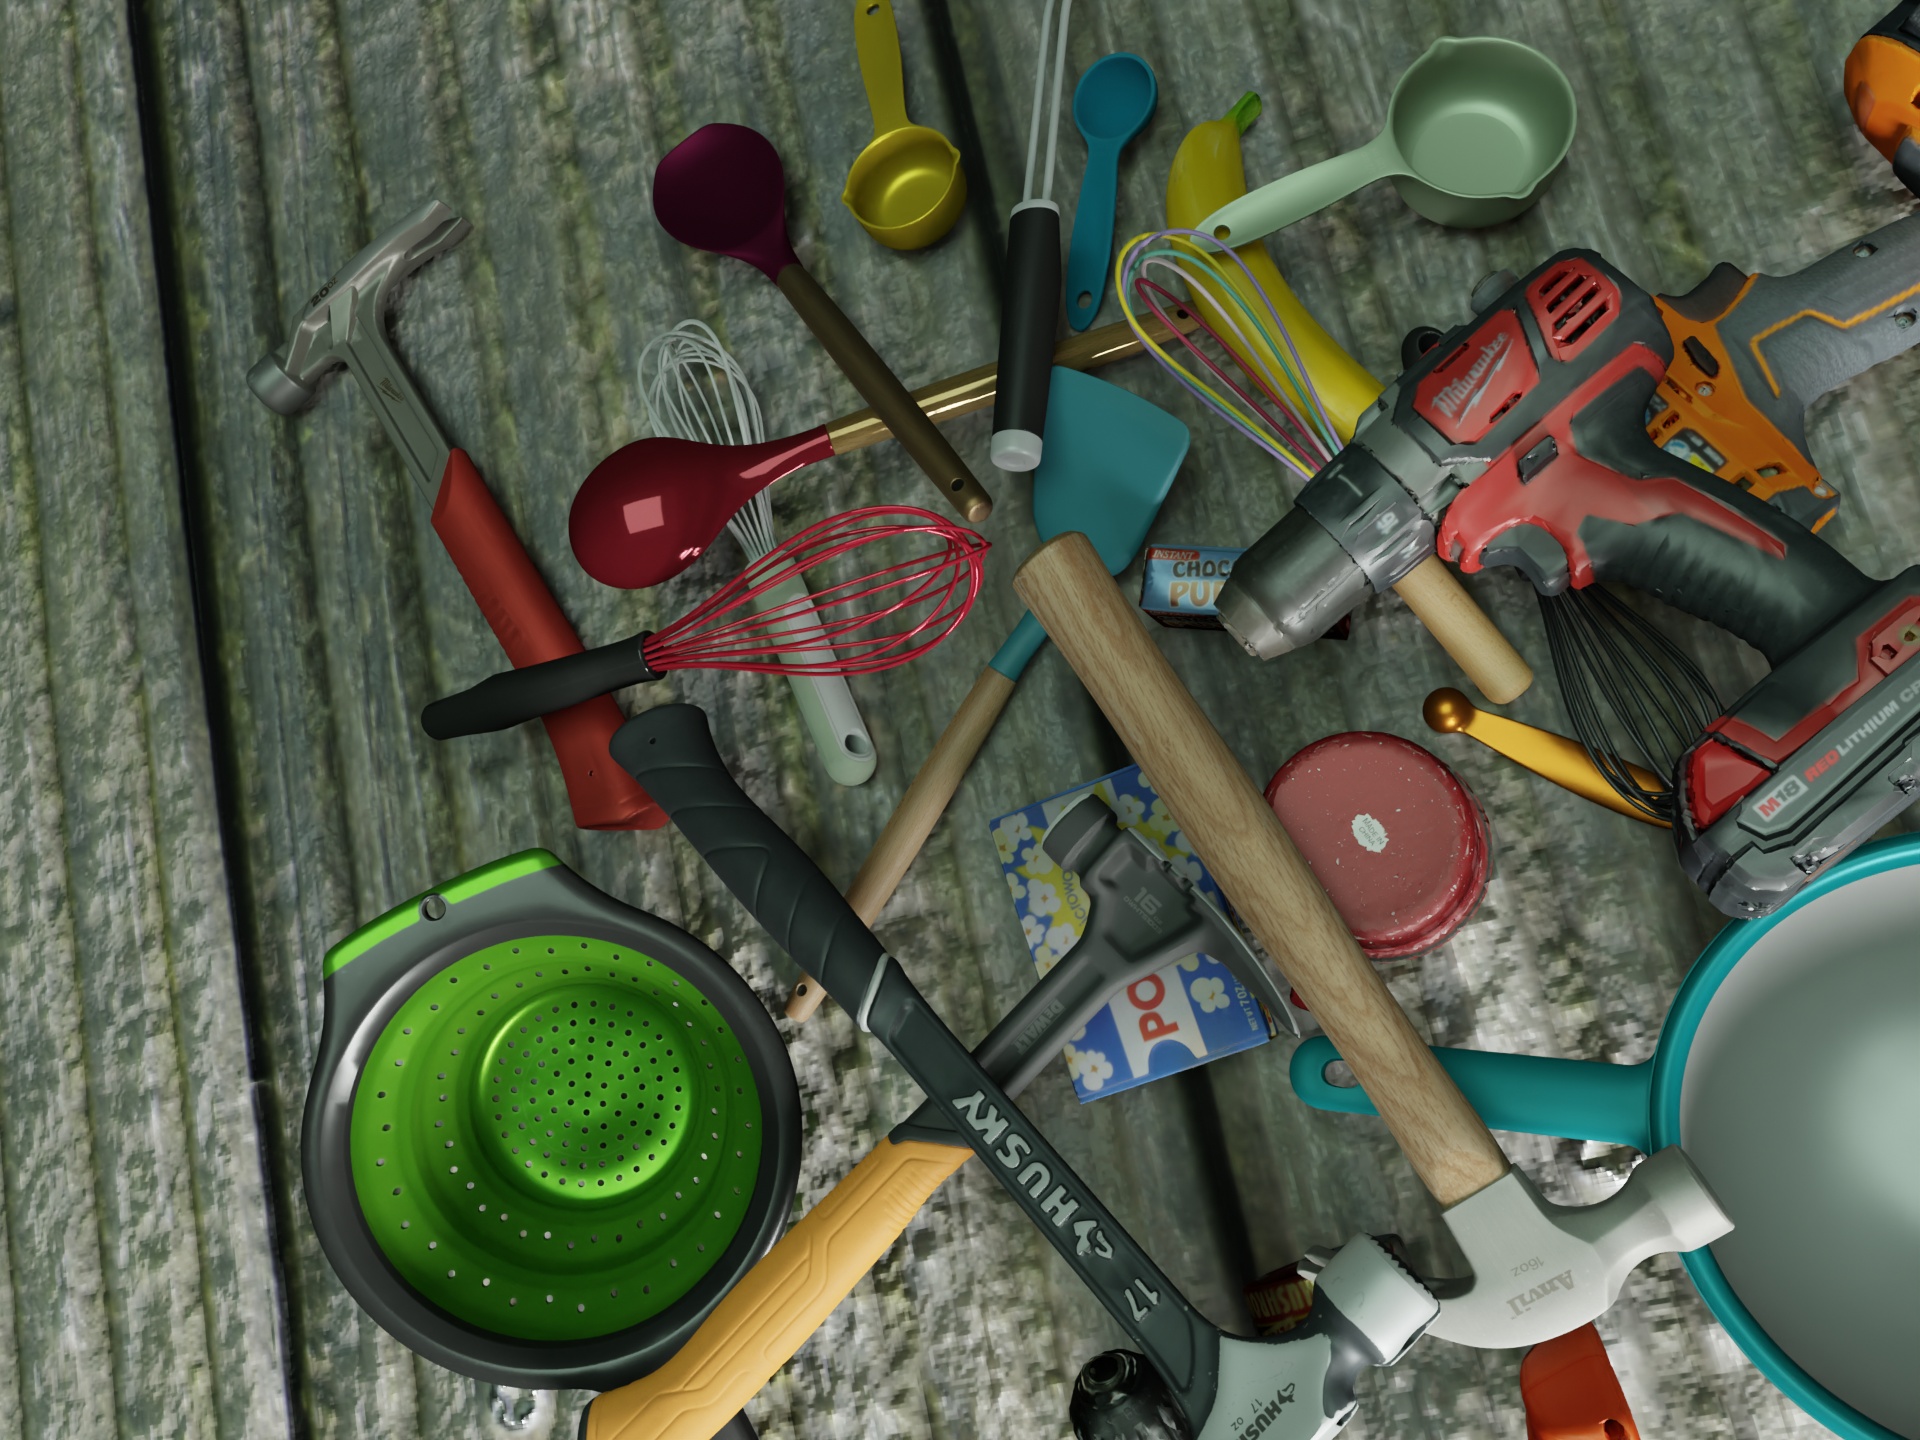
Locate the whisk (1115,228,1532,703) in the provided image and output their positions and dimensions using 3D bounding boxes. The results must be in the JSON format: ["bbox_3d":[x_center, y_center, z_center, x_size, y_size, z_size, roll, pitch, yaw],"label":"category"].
[{"bbox_3d":[0.147,-0.103,0.654,0.245,0.047,0.051,50,129,2],"label":"whisk"}]

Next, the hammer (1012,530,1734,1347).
[{"bbox_3d":[0.116,0.069,0.579,0.130,0.031,0.331,-38,72,16],"label":"hammer"}]

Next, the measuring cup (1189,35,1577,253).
[{"bbox_3d":[0.177,-0.229,0.680,0.167,0.038,0.083,-22,74,5],"label":"measuring cup"}]

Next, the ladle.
[{"bbox_3d":[-0.034,-0.135,0.725,0.315,0.031,0.069,-19,79,2],"label":"ladle"}]

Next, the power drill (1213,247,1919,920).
[{"bbox_3d":[0.217,-0.036,0.557,0.188,0.080,0.227,-42,65,8],"label":"power drill"}]

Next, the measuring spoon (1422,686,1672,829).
[{"bbox_3d":[0.243,0.015,0.643,0.117,0.011,0.021,26,90,21],"label":"measuring spoon"}]

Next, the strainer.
[{"bbox_3d":[0.295,0.148,0.568,0.340,0.095,0.211,0,72,30],"label":"strainer"}]

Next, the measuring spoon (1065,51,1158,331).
[{"bbox_3d":[0.069,-0.245,0.746,0.042,0.021,0.128,11,94,31],"label":"measuring spoon"}]

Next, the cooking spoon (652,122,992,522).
[{"bbox_3d":[-0.068,-0.193,0.742,0.069,0.017,0.319,-38,56,3],"label":"cooking spoon"}]

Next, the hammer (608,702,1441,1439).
[{"bbox_3d":[-0.023,0.122,0.609,0.149,0.036,0.409,-46,56,-2],"label":"hammer"}]

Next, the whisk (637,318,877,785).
[{"bbox_3d":[-0.094,-0.082,0.757,0.059,0.057,0.246,-36,73,47],"label":"whisk"}]

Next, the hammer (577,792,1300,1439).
[{"bbox_3d":[-0.021,0.189,0.632,0.337,0.034,0.127,-45,70,0],"label":"hammer"}]

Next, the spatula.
[{"bbox_3d":[-0.001,-0.002,0.713,0.082,0.044,0.317,33,94,31],"label":"spatula"}]

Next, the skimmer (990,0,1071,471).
[{"bbox_3d":[0.020,-0.293,0.710,0.127,0.090,0.363,-7,71,39],"label":"skimmer"}]

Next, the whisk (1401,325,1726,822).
[{"bbox_3d":[0.238,-0.065,0.639,0.055,0.055,0.239,-27,68,13],"label":"whisk"}]

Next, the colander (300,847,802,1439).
[{"bbox_3d":[-0.135,0.248,0.701,0.204,0.094,0.397,-26,92,-4],"label":"colander"}]

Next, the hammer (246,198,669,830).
[{"bbox_3d":[-0.238,-0.098,0.813,0.149,0.036,0.359,-38,71,10],"label":"hammer"}]

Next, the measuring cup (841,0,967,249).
[{"bbox_3d":[-0.031,-0.298,0.786,0.062,0.029,0.157,-16,65,16],"label":"measuring cup"}]

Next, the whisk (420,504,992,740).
[{"bbox_3d":[-0.121,-0.034,0.716,0.296,0.073,0.073,-15,77,19],"label":"whisk"}]

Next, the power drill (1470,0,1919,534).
[{"bbox_3d":[0.322,-0.175,0.613,0.226,0.084,0.164,-44,70,12],"label":"power drill"}]
